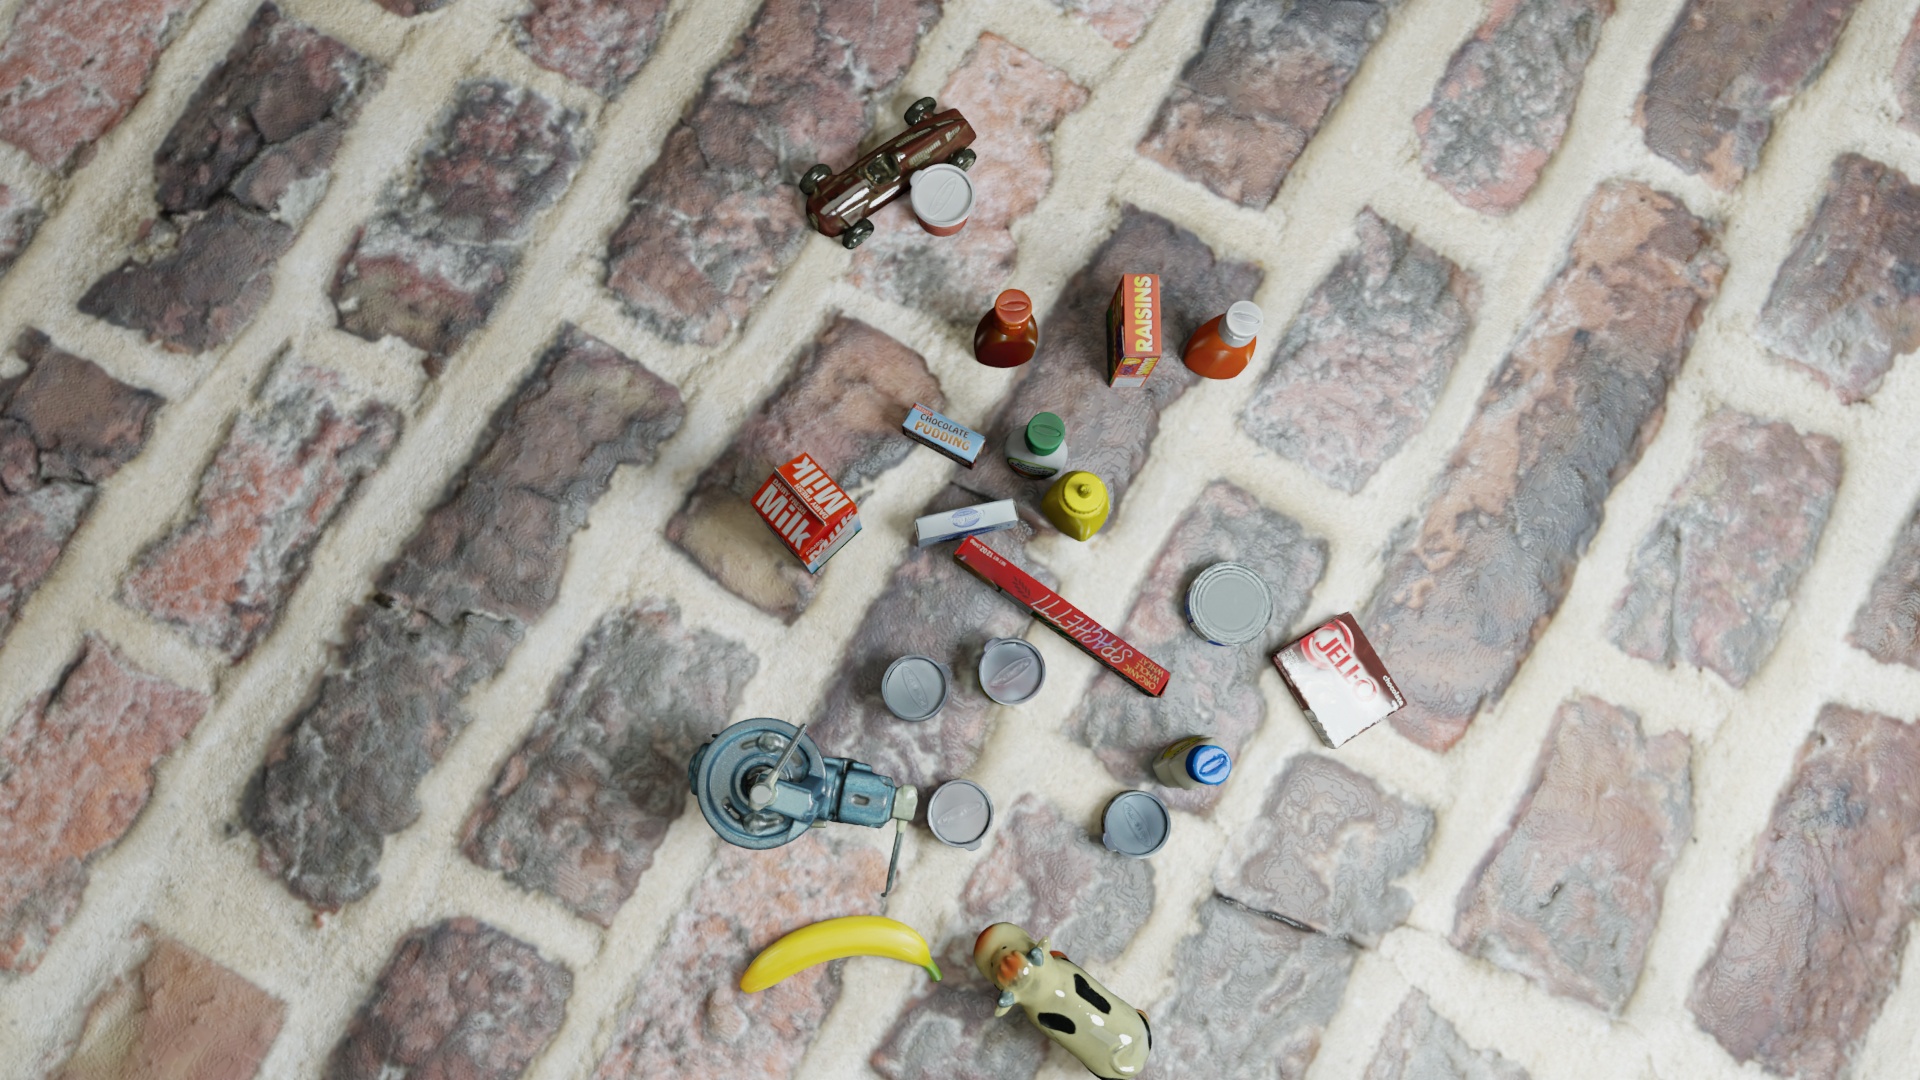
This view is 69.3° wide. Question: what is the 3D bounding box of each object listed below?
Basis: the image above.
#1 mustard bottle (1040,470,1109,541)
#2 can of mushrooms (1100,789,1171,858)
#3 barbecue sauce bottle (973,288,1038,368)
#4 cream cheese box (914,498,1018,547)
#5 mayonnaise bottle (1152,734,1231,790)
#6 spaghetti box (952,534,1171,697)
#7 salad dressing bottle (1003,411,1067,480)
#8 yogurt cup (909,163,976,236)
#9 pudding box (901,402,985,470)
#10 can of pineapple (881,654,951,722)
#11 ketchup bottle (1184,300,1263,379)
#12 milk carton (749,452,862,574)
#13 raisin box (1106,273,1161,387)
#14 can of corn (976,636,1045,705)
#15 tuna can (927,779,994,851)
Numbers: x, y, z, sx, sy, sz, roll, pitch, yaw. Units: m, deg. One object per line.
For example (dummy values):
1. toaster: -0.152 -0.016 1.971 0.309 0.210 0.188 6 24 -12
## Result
1. mustard bottle: 0.117 -0.038 1.363 0.065 0.160 0.049 40 83 4
2. can of mushrooms: 0.172 0.283 1.381 0.071 0.033 0.071 0 82 -2
3. barbecue sauce bottle: 0.048 -0.212 1.393 0.065 0.148 0.043 -4 82 -3
4. cream cheese box: 0.005 -0.018 1.410 0.104 0.053 0.024 -12 83 -4
5. mayonnaise bottle: 0.227 0.214 1.336 0.065 0.148 0.041 -30 84 -6
6. spaghetti box: 0.102 0.078 1.401 0.250 0.050 0.029 35 82 3
7. salad dressing bottle: 0.078 -0.094 1.376 0.064 0.147 0.044 16 82 0
8. yogurt cup: -0.019 -0.354 1.459 0.072 0.054 0.072 0 82 -2
9. pudding box: -0.017 -0.107 1.424 0.084 0.049 0.030 28 82 2
10. can of pineapple: -0.043 0.148 1.381 0.071 0.058 0.071 0 82 -2
11. ketchup bottle: 0.269 -0.201 1.399 0.065 0.148 0.043 14 82 0
12. milk carton: -0.147 -0.027 1.336 0.073 0.190 0.072 -43 86 -7
13. raisin box: 0.174 -0.211 1.410 0.040 0.123 0.086 1 82 -2
14. can of corn: 0.048 0.130 1.387 0.071 0.058 0.071 0 82 -2
15. tuna can: 0.001 0.272 1.377 0.071 0.033 0.071 0 82 -2
